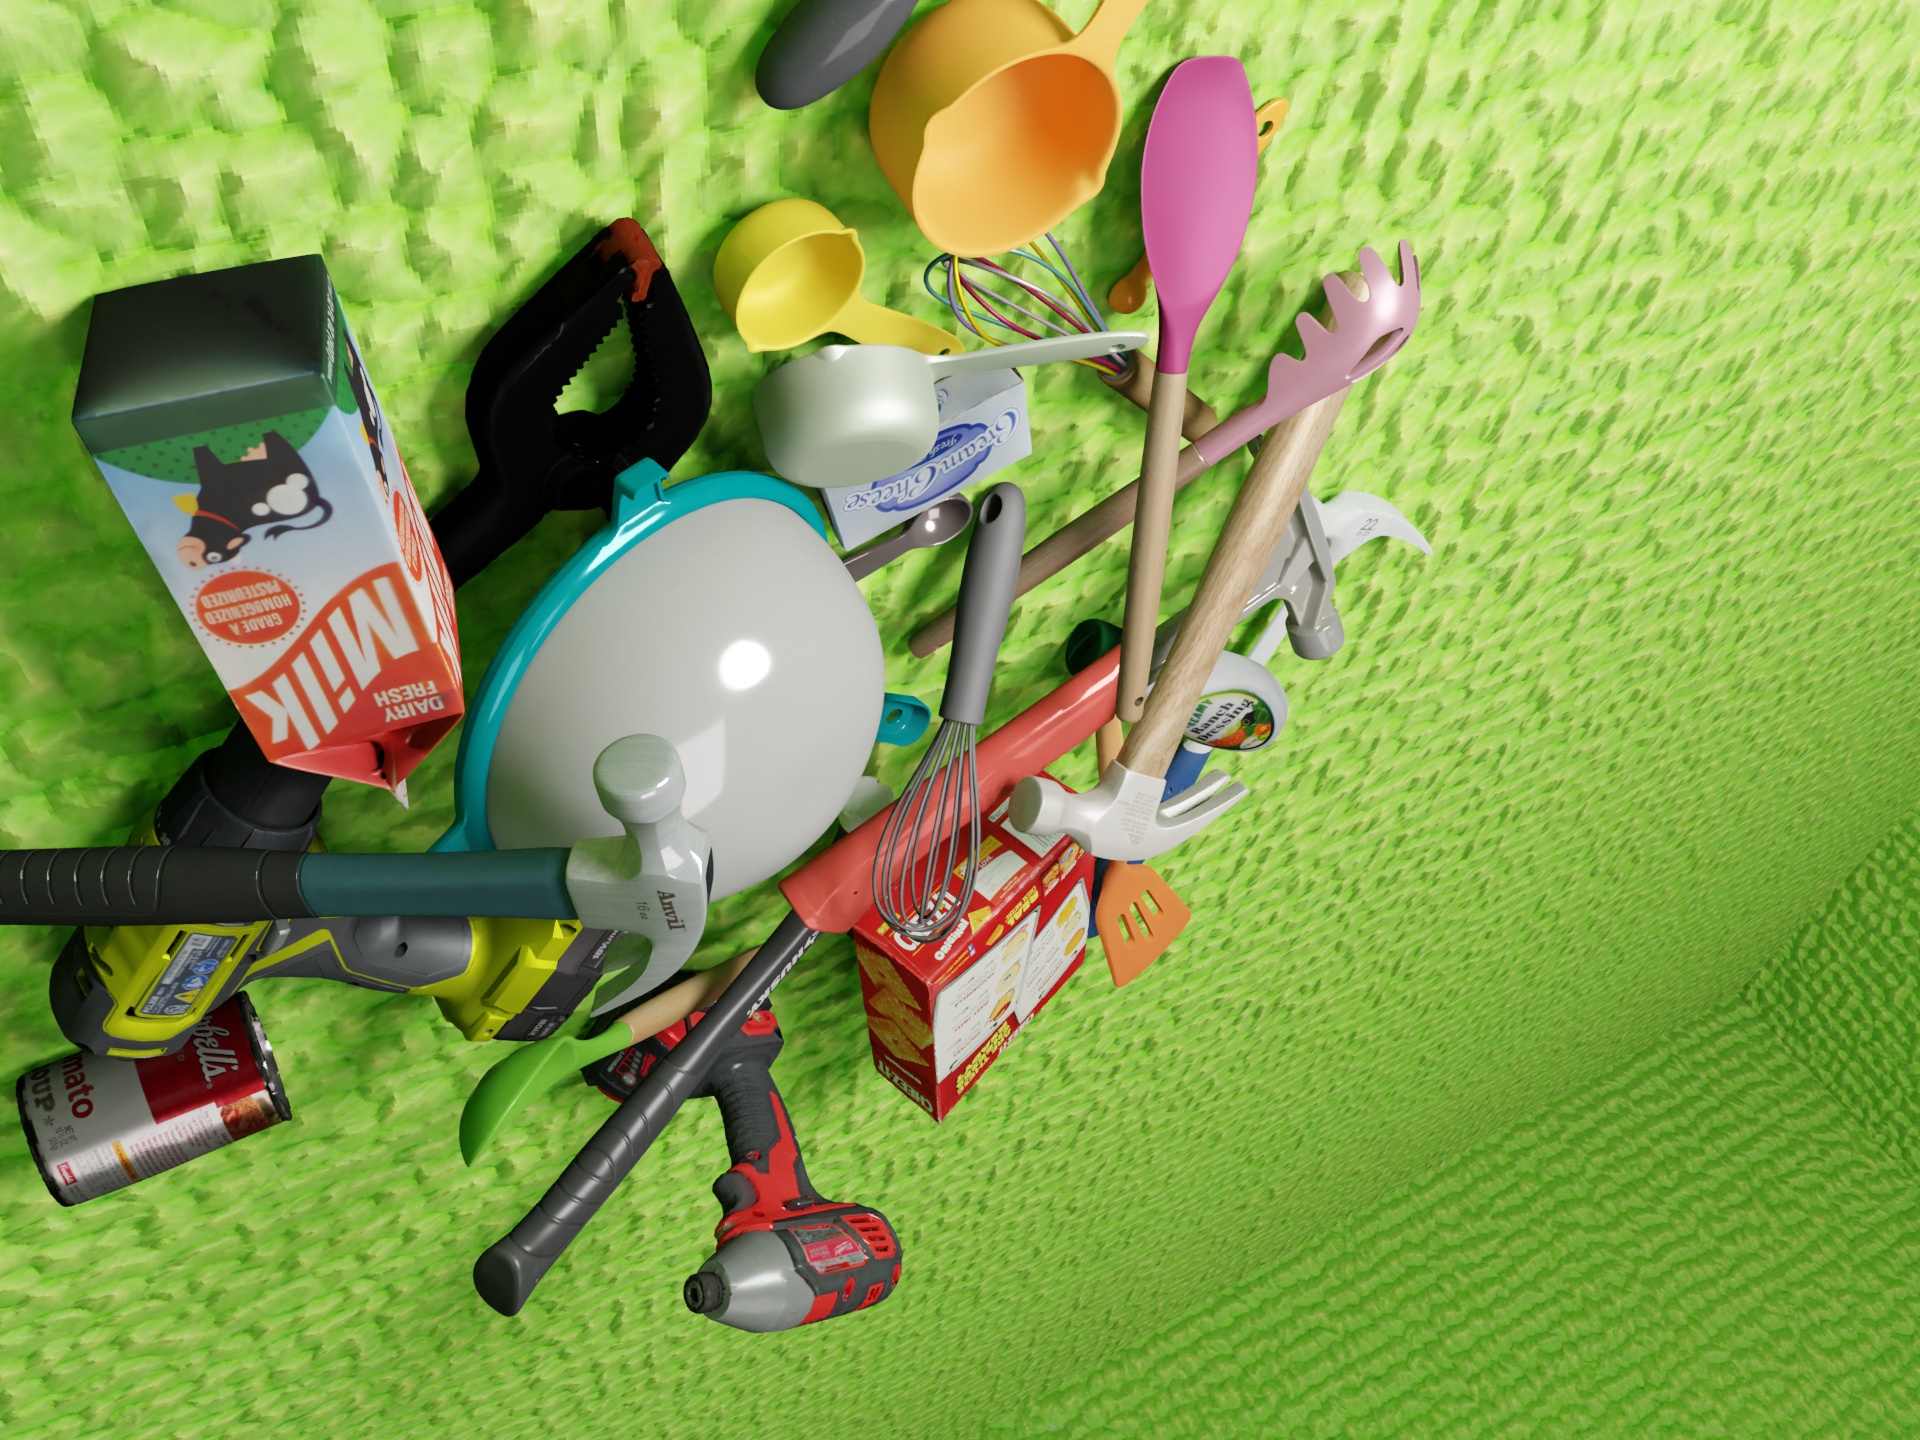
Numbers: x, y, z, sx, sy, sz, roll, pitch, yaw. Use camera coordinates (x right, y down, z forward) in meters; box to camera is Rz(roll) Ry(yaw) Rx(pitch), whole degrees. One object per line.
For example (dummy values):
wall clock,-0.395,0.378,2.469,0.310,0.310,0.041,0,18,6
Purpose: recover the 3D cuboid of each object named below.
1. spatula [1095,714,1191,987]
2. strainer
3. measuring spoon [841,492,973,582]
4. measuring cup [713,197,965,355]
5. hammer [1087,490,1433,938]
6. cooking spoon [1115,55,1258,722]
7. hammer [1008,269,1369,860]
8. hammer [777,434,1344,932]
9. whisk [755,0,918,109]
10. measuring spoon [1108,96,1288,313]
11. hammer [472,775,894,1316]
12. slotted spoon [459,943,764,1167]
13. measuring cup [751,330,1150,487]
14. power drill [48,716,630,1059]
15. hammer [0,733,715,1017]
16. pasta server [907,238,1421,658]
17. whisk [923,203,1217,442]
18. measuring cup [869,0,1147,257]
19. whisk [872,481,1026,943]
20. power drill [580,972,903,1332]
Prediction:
spatula,0.110,0.076,1.040,0.081,0.041,0.322,-41,151,-17
strainer,-0.072,0.011,0.730,0.211,0.095,0.340,-60,156,11
measuring spoon,-0.052,-0.080,0.772,0.124,0.018,0.034,-28,153,2
measuring cup,-0.044,-0.171,0.649,0.062,0.029,0.156,-44,160,20
hammer,0.171,0.009,1.081,0.144,0.035,0.405,-7,139,-38
cooking spoon,0.094,-0.138,0.738,0.068,0.017,0.318,-18,126,-33
hammer,0.145,-0.074,0.843,0.130,0.031,0.331,16,105,-33
hammer,0.053,-0.007,0.868,0.359,0.037,0.149,-34,125,-9
whisk,0.041,-0.299,0.518,0.284,0.070,0.070,-38,149,15
measuring spoon,0.108,-0.229,0.716,0.021,0.011,0.117,11,127,-50
hammer,-0.144,0.183,0.885,0.335,0.035,0.146,-50,164,-30
slotted spoon,-0.174,0.166,0.872,0.070,0.031,0.313,-53,168,18
measuring cup,-0.002,-0.130,0.658,0.167,0.038,0.083,-10,170,1
power drill,-0.262,0.075,0.722,0.228,0.080,0.190,14,124,-48
hammer,-0.253,0.060,0.591,0.331,0.033,0.128,-1,135,6
pasta server,0.095,-0.124,0.792,0.316,0.040,0.060,-33,160,23
whisk,0.060,-0.167,0.728,0.051,0.047,0.244,-27,158,26
measuring cup,0.032,-0.251,0.566,0.095,0.052,0.173,0,138,-47
whisk,-0.001,-0.003,0.803,0.055,0.055,0.239,6,98,-47
power drill,-0.137,0.260,0.950,0.143,0.220,0.078,7,129,-49
